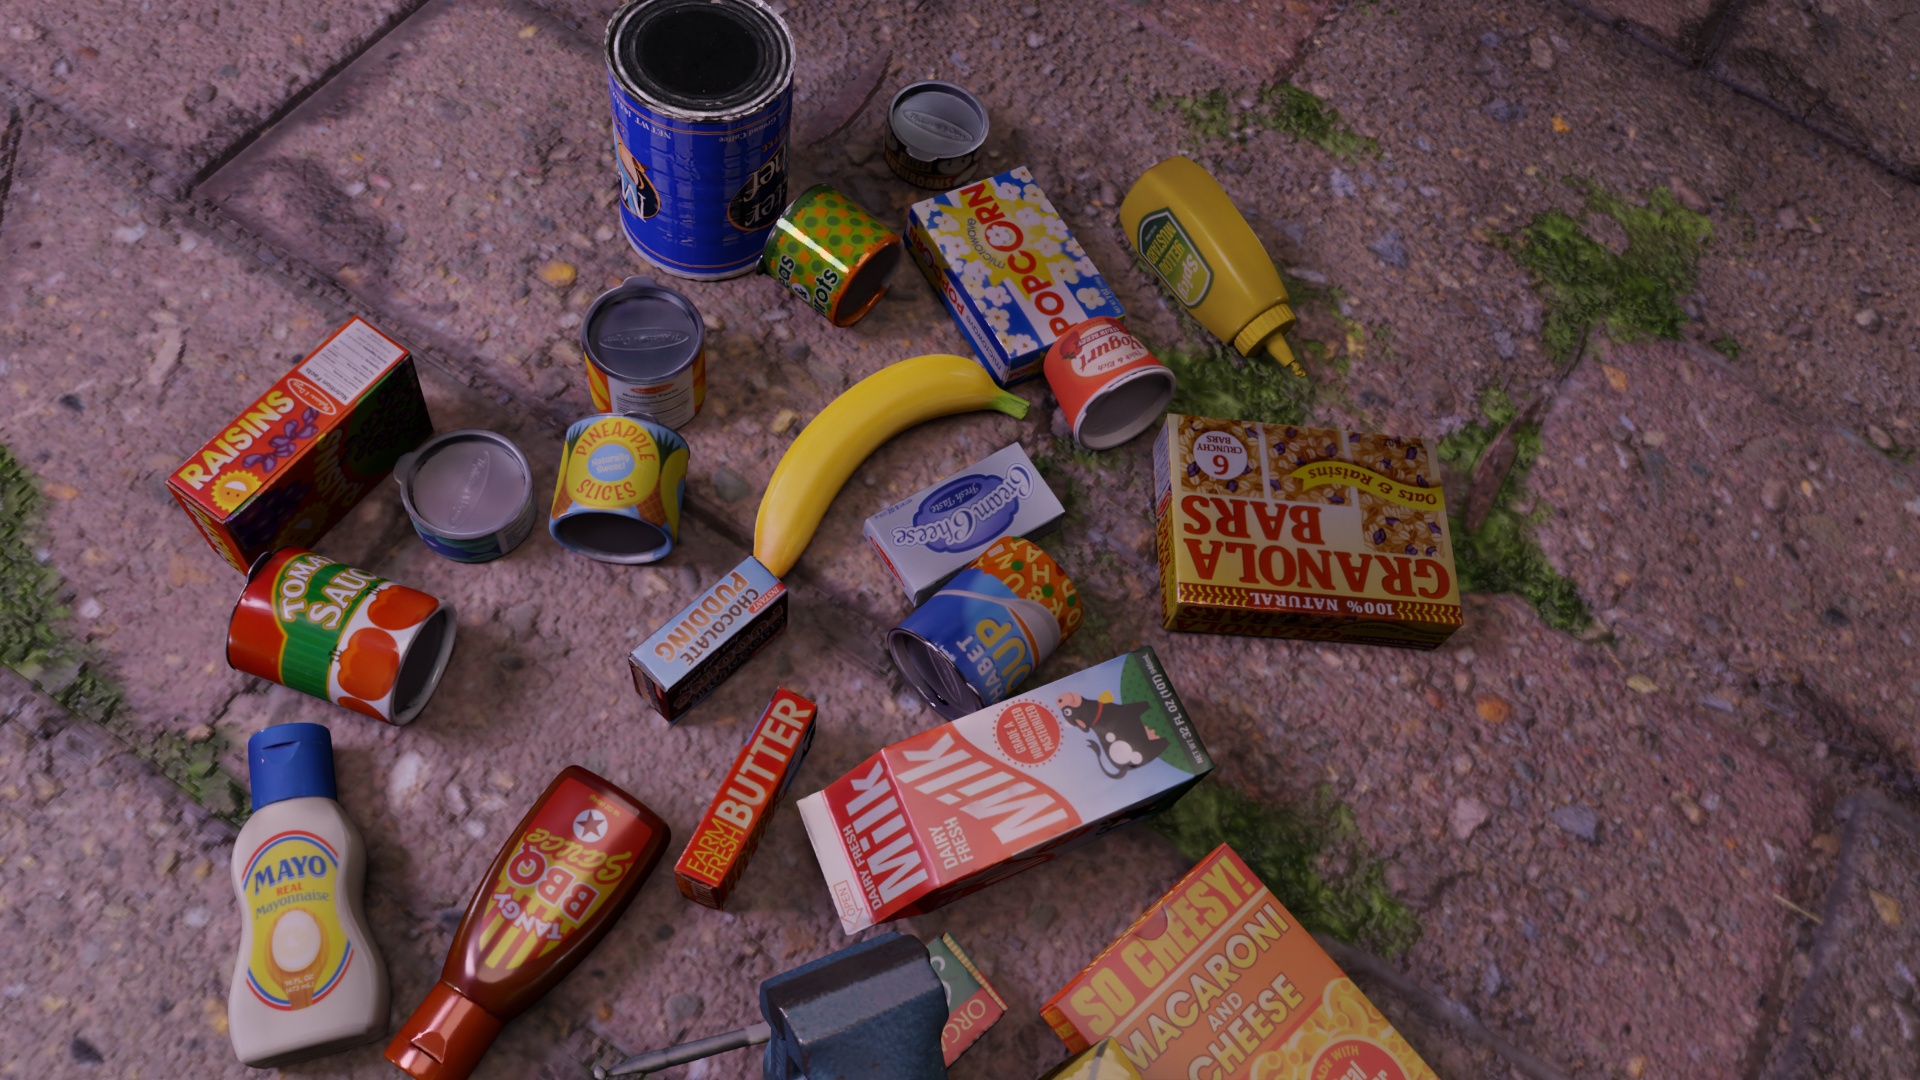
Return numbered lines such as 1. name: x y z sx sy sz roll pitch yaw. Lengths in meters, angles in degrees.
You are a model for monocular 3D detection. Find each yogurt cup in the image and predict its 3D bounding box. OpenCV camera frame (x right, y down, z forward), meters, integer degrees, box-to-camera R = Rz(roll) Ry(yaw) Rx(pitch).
1. yogurt cup: 0.085 -0.095 0.818 0.072 0.072 0.054 -21 61 -19

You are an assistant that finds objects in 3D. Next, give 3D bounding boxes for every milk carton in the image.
1. milk carton: 0.020 0.126 0.689 0.191 0.073 0.072 -18 68 -17

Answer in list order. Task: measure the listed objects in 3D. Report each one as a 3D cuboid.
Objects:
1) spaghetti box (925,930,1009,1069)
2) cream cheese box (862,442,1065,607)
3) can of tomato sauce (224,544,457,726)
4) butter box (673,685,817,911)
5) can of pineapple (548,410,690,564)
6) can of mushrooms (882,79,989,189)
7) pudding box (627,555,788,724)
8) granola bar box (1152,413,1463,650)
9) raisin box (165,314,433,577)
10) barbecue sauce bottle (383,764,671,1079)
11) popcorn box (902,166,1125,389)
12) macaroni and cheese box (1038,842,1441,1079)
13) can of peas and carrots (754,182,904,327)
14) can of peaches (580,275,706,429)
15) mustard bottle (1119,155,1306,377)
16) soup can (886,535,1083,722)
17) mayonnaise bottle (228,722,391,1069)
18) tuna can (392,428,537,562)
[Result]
1. spaghetti box: -0.084 0.277 0.620 0.251 0.028 0.050 -37 75 -24
2. cream cheese box: 0.003 -0.010 0.782 0.104 0.024 0.053 -28 73 -21
3. can of tomato sauce: -0.299 0.045 0.677 0.083 0.071 0.071 20 62 0
4. butter box: -0.103 0.127 0.679 0.024 0.053 0.104 25 62 5
5. can of pineapple: -0.180 -0.027 0.734 0.071 0.070 0.058 6 63 -7
6. can of mushrooms: -0.017 -0.262 0.901 0.071 0.033 0.071 4 63 -8
7. pudding box: -0.129 0.052 0.715 0.030 0.049 0.084 43 64 14
8. granola bar box: 0.197 -0.005 0.805 0.166 0.039 0.125 5 62 -7
9. raisin box: -0.331 -0.044 0.708 0.040 0.085 0.124 36 63 3
10. barbecue sauce bottle: -0.201 0.180 0.641 0.065 0.043 0.149 31 63 5
11. popcorn box: 0.032 -0.163 0.856 0.085 0.038 0.127 -24 70 -19
12. macaroni and cheese box: 0.139 0.249 0.666 0.124 0.040 0.167 -36 74 -24
13. can of peas and carrots: -0.077 -0.167 0.825 0.059 0.070 0.071 38 64 9
14. can of peaches: -0.176 -0.103 0.780 0.071 0.057 0.071 4 63 -7
15. mustard bottle: 0.164 -0.164 0.867 0.049 0.065 0.160 -29 75 -26
16. soup can: 0.016 0.048 0.730 0.071 0.071 0.084 44 65 13
17. mayonnaise bottle: -0.302 0.158 0.636 0.065 0.041 0.148 -12 67 -13
18. tuna can: -0.263 -0.024 0.739 0.071 0.032 0.071 4 63 -8
